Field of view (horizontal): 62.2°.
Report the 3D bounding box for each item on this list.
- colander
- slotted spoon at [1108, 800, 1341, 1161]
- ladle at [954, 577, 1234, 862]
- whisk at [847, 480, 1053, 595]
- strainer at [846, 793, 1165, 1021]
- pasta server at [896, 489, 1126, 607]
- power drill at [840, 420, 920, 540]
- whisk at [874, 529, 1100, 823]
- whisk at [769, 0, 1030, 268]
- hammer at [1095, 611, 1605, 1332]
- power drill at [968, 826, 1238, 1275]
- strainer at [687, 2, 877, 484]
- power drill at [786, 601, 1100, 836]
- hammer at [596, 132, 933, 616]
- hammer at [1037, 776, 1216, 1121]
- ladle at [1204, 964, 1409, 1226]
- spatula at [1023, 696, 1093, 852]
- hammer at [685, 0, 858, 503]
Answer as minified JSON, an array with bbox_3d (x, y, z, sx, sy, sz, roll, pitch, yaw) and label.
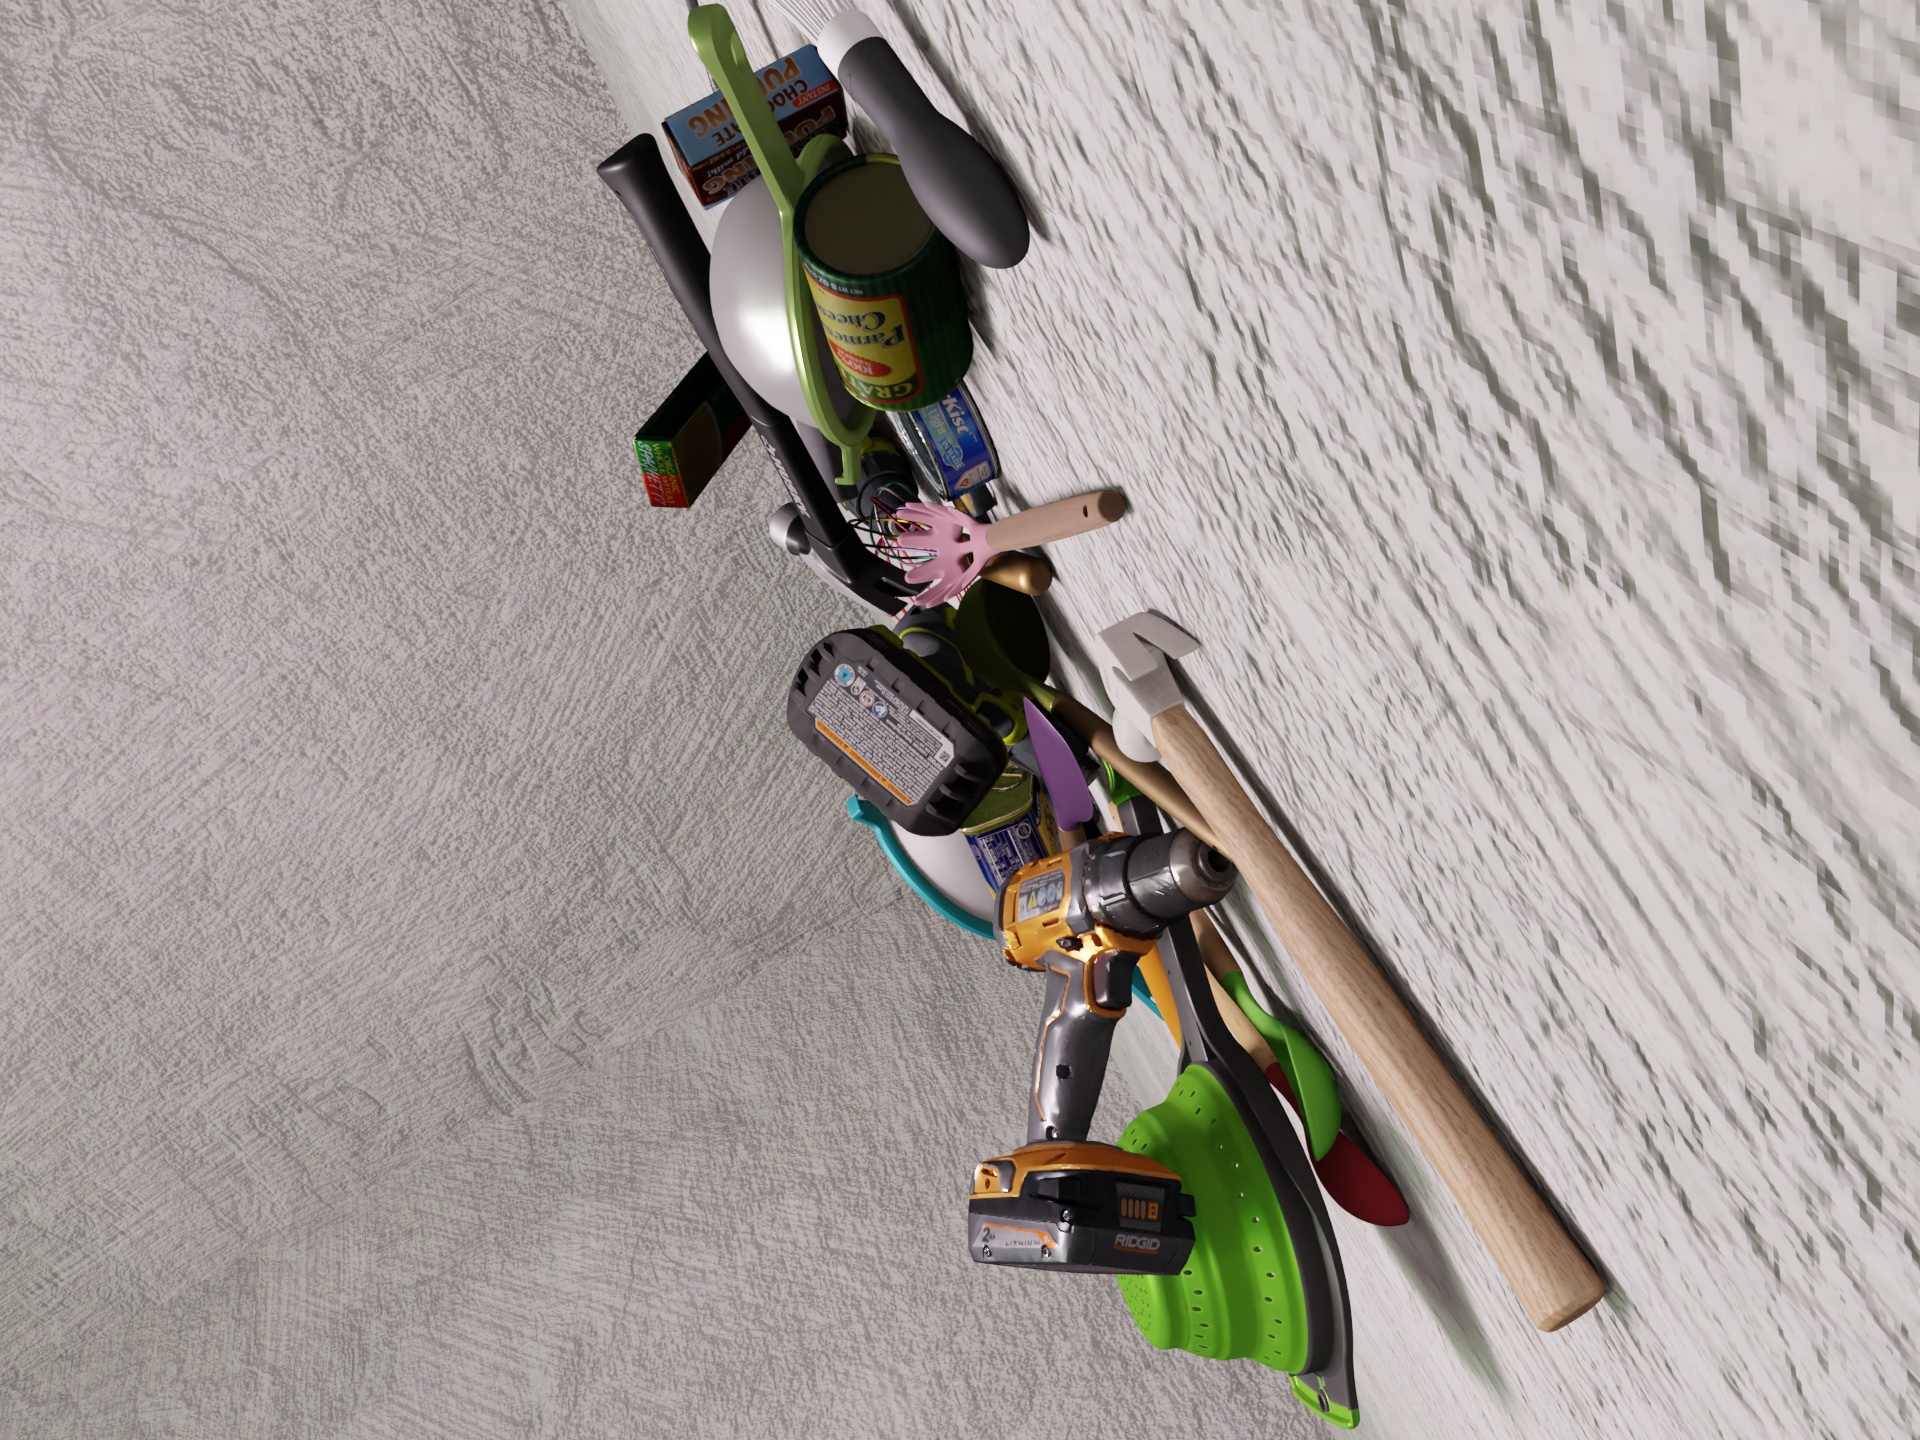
[{"bbox_3d":[0.112,0.211,0.916,0.204,0.094,0.397,116,139,-76],"label":"colander"},{"bbox_3d":[0.151,0.137,0.952,0.314,0.031,0.070,-120,9,-54],"label":"slotted spoon"},{"bbox_3d":[0.077,-0.006,0.876,0.078,0.062,0.320,50,177,-33],"label":"ladle"},{"bbox_3d":[-0.007,-0.111,0.984,0.047,0.051,0.245,27,-179,-31],"label":"whisk"},{"bbox_3d":[0.078,0.113,1.307,0.340,0.095,0.211,42,-149,-3],"label":"strainer"},{"bbox_3d":[0.018,-0.091,0.785,0.316,0.040,0.060,-168,66,-77],"label":"pasta server"},{"bbox_3d":[-0.104,-0.253,1.229,0.228,0.080,0.191,61,179,-36],"label":"power drill"},{"bbox_3d":[0.021,-0.037,1.273,0.296,0.073,0.073,55,176,5],"label":"whisk"},{"bbox_3d":[-0.057,-0.270,0.591,0.285,0.070,0.070,56,175,17],"label":"whisk"},{"bbox_3d":[0.142,0.084,0.637,0.332,0.031,0.129,59,176,32],"label":"hammer"},{"bbox_3d":[0.078,0.167,0.829,0.185,0.084,0.226,-31,49,56],"label":"power drill"},{"bbox_3d":[-0.098,-0.231,0.749,0.256,0.069,0.152,60,-148,-65],"label":"strainer"},{"bbox_3d":[-0.002,-0.003,1.023,0.171,0.080,0.223,40,-160,11],"label":"power drill"},{"bbox_3d":[-0.114,-0.186,0.909,0.146,0.035,0.334,36,163,38],"label":"hammer"},{"bbox_3d":[0.119,0.136,1.106,0.127,0.034,0.337,71,175,-56],"label":"hammer"},{"bbox_3d":[0.184,0.200,0.984,0.069,0.031,0.316,63,178,-30],"label":"ladle"},{"bbox_3d":[0.072,0.075,0.992,0.060,0.018,0.315,50,170,26],"label":"spatula"},{"bbox_3d":[-0.122,-0.297,0.936,0.149,0.036,0.408,-111,5,-49],"label":"hammer"}]
